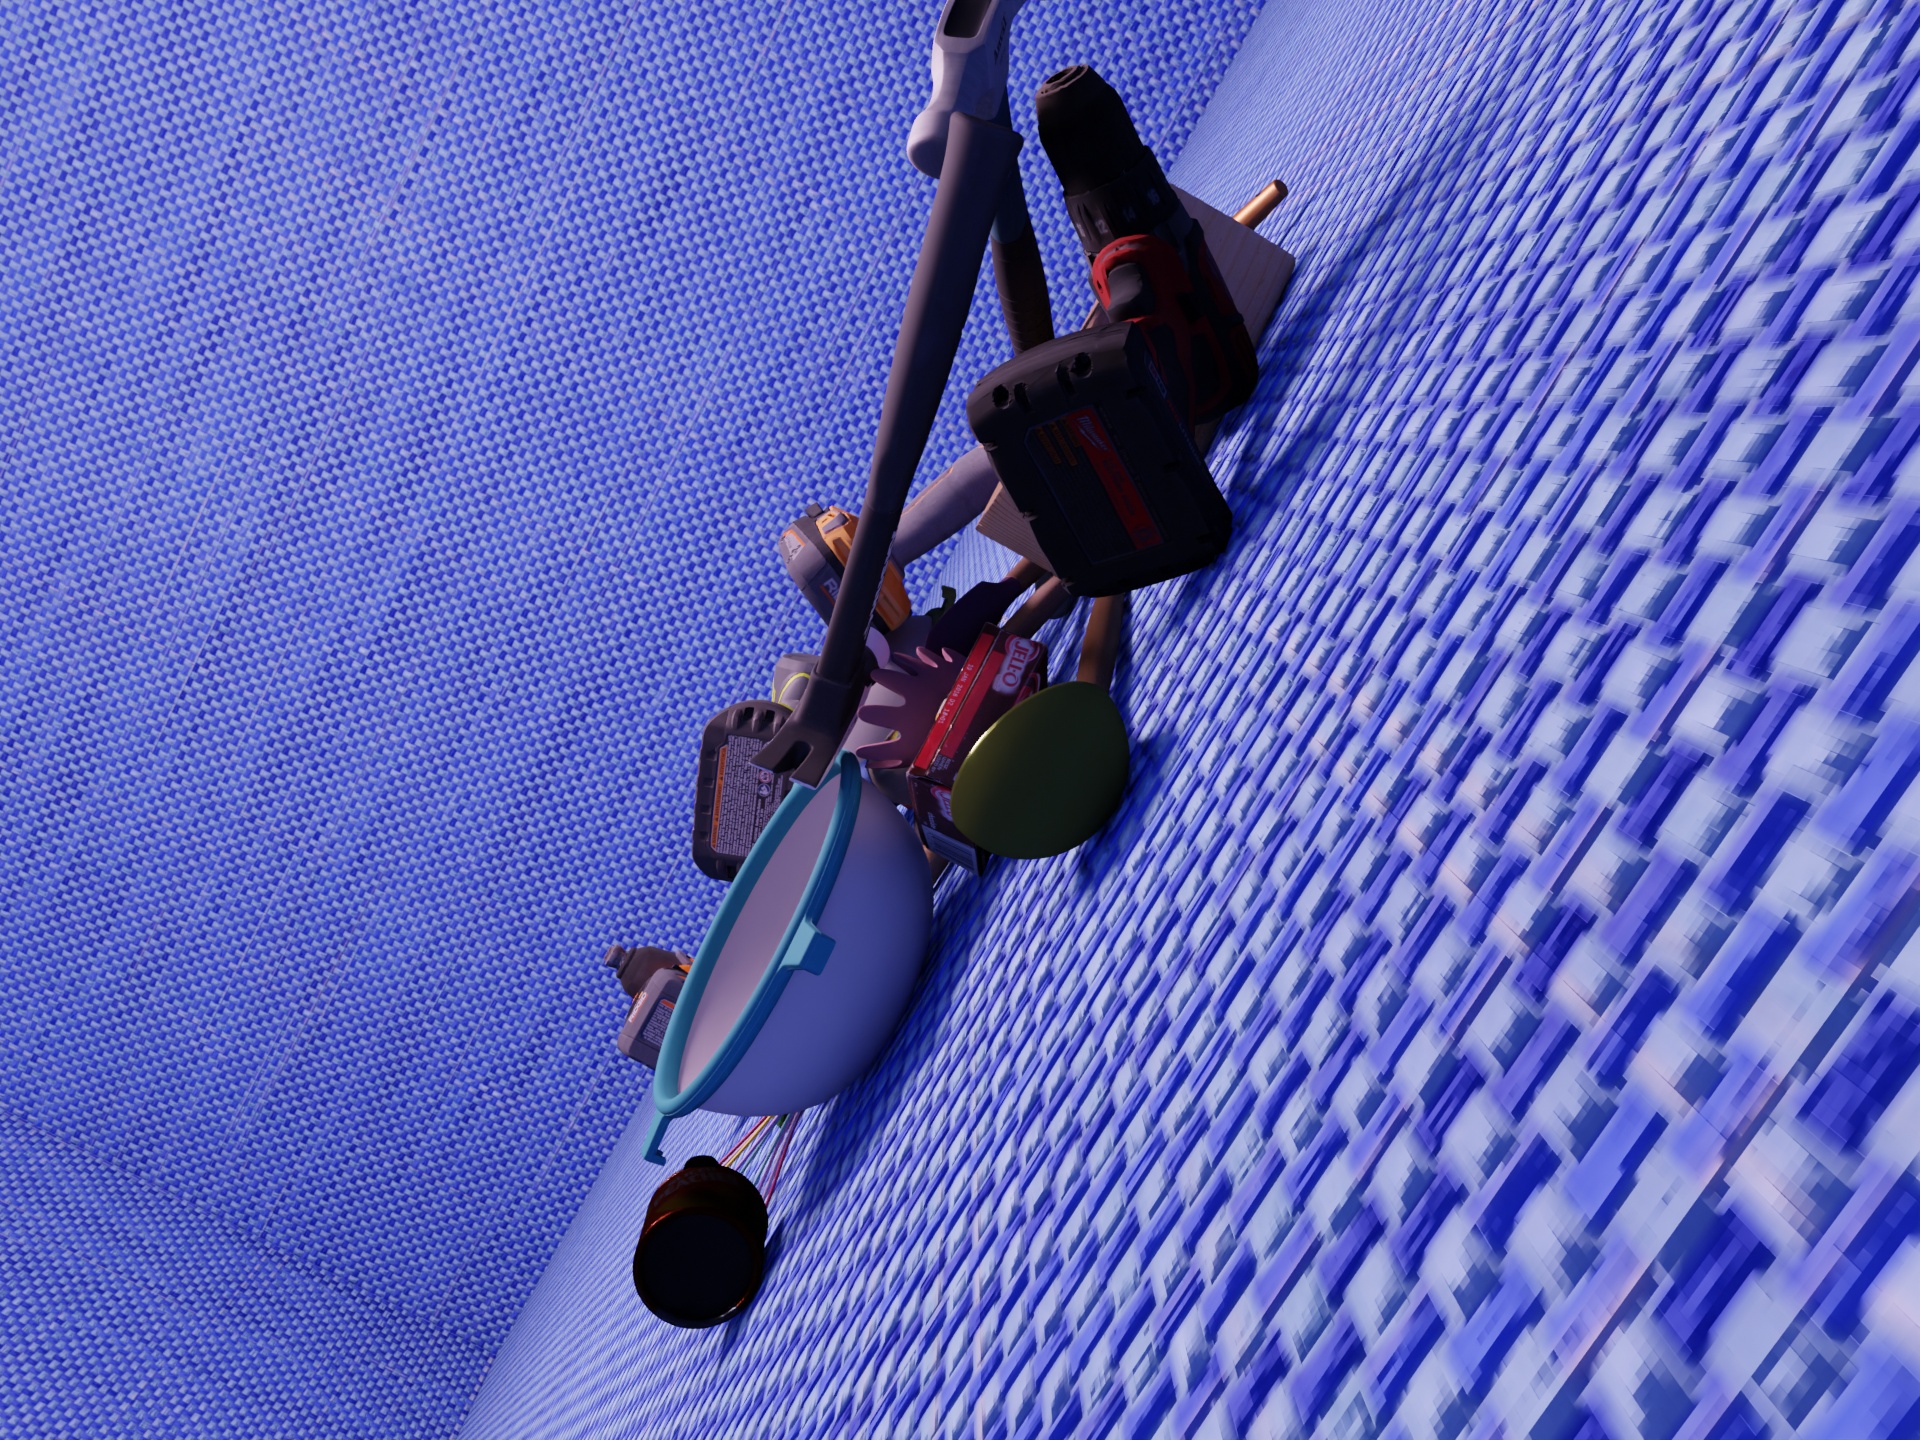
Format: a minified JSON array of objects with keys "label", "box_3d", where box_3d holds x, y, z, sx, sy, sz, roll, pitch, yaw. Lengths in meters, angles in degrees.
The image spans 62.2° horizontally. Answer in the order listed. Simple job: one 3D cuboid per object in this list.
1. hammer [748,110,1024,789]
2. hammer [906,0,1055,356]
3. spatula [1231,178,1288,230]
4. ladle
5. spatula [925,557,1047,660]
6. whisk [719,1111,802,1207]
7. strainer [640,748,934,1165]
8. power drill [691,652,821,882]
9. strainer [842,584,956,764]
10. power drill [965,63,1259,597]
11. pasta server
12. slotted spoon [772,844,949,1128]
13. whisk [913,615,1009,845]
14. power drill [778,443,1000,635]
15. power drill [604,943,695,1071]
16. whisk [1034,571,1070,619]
[{"label":"hammer","box_3d":[-0.032,-0.115,0.736,0.146,0.035,0.334,-66,-4,-53]},{"label":"hammer","box_3d":[0.027,-0.256,0.845,0.330,0.033,0.128,64,-141,-71]},{"label":"spatula","box_3d":[0.123,-0.264,1.119,0.322,0.041,0.081,-38,19,48]},{"label":"ladle","box_3d":[0.051,-0.024,0.731,0.078,0.062,0.320,-59,3,22]},{"label":"spatula","box_3d":[0.041,-0.091,1.005,0.316,0.018,0.059,-48,-34,-54]},{"label":"whisk","box_3d":[-0.106,0.231,0.919,0.245,0.047,0.051,-59,4,-11]},{"label":"strainer","box_3d":[-0.067,0.091,0.898,0.211,0.095,0.341,-52,15,33]},{"label":"power drill","box_3d":[-0.141,0.046,1.241,0.223,0.080,0.171,-57,-25,-79]},{"label":"strainer","box_3d":[-0.078,-0.006,1.157,0.256,0.069,0.151,144,143,-70]},{"label":"power drill","box_3d":[0.073,-0.186,0.740,0.080,0.187,0.227,-15,33,28]},{"label":"pasta server","box_3d":[0.021,-0.049,0.920,0.316,0.040,0.060,-47,-34,-59]},{"label":"slotted spoon","box_3d":[-0.047,0.129,0.979,0.313,0.031,0.070,-57,4,20]},{"label":"whisk","box_3d":[-0.003,-0.004,1.097,0.070,0.070,0.285,-57,12,34]},{"label":"power drill","box_3d":[-0.013,-0.156,1.088,0.226,0.084,0.185,-36,21,2]},{"label":"power drill","box_3d":[-0.235,0.249,1.363,0.084,0.164,0.226,-61,8,-5]},{"label":"whisk","box_3d":[0.068,-0.124,1.148,0.246,0.059,0.057,-83,-14,-65]}]
